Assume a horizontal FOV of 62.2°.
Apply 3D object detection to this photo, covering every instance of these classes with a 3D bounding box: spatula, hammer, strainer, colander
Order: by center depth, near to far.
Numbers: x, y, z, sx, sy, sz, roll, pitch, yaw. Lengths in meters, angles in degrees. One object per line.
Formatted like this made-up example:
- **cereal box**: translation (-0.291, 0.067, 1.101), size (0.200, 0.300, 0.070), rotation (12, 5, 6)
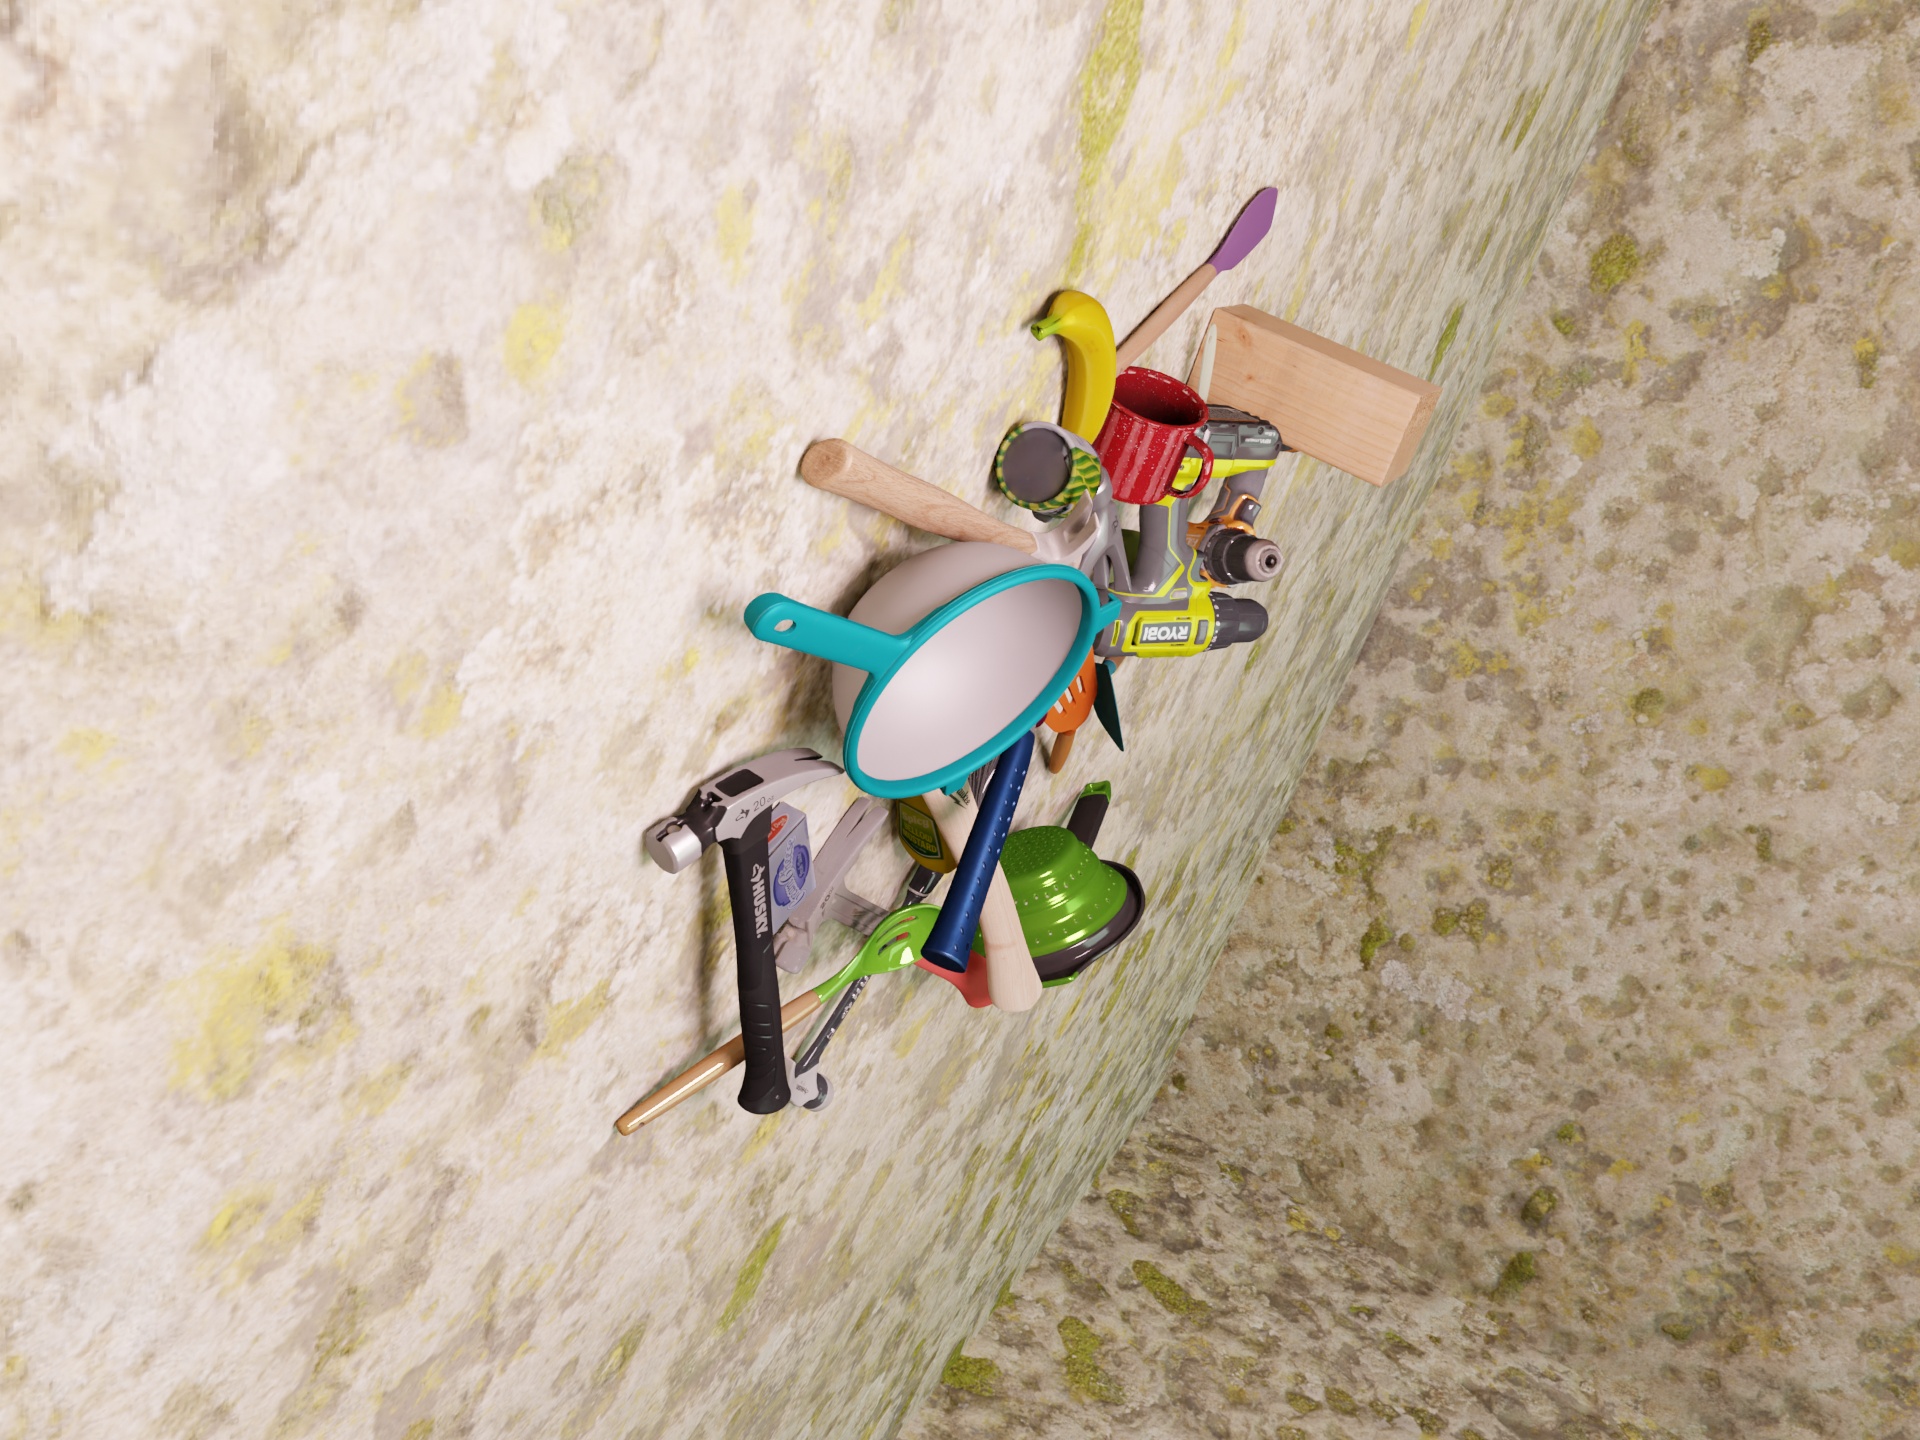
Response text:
- **strainer**: translation (-0.046, -0.060, 1.040), size (0.211, 0.095, 0.340), rotation (-48, 151, 16)
- **hammer**: translation (-0.005, -0.138, 1.073), size (0.130, 0.031, 0.331), rotation (-24, 165, 22)
- **hammer**: translation (-0.141, 0.163, 1.123), size (0.146, 0.035, 0.334), rotation (-35, 142, -36)
- **hammer**: translation (0.056, 0.004, 1.237), size (0.143, 0.035, 0.406), rotation (62, 45, -58)
- **hammer**: translation (0.019, 0.108, 1.325), size (0.146, 0.038, 0.410), rotation (-42, 139, -21)
- **spatula**: translation (0.200, -0.371, 1.350), size (0.316, 0.018, 0.059), rotation (-49, 155, -34)
- **hammer**: translation (-0.036, 0.185, 1.394), size (0.149, 0.037, 0.358), rotation (-58, 148, -5)
- **hammer**: translation (-0.049, 0.168, 1.452), size (0.409, 0.036, 0.149), rotation (-57, 160, -12)
- **spatula**: translation (0.097, 0.007, 1.544), size (0.081, 0.041, 0.322), rotation (-45, 171, -11)
- **spatula**: translation (0.162, -0.060, 1.563), size (0.317, 0.044, 0.082), rotation (-52, 133, -64)
- **colander**: translation (0.100, 0.135, 1.690), size (0.397, 0.204, 0.094), rotation (-60, 134, -59)

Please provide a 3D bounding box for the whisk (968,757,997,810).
- **whisk**: translation (0.011, 0.068, 1.385), size (0.059, 0.058, 0.246), rotation (-14, 137, -14)

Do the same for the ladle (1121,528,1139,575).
- **ladle**: translation (0.082, -0.056, 1.477), size (0.320, 0.062, 0.078), rotation (-47, 152, -18)

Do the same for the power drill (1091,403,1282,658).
- **power drill**: translation (0.213, -0.165, 1.436), size (0.190, 0.080, 0.228), rotation (-3, 115, -26)

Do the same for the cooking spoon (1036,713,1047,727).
- **cooking spoon**: translation (0.011, -0.046, 1.287), size (0.318, 0.069, 0.017), rotation (53, 33, -63)

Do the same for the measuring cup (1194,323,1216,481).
- **measuring cup**: translation (0.204, -0.287, 1.458), size (0.083, 0.038, 0.167), rotation (-36, 142, -46)

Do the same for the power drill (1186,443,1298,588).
- **power drill**: translation (0.299, -0.234, 1.587), size (0.226, 0.084, 0.185), rotation (-61, -158, -2)

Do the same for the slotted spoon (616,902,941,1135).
- **slotted spoon**: translation (-0.134, 0.228, 1.239), size (0.314, 0.031, 0.070), rotation (-31, 140, -31)
